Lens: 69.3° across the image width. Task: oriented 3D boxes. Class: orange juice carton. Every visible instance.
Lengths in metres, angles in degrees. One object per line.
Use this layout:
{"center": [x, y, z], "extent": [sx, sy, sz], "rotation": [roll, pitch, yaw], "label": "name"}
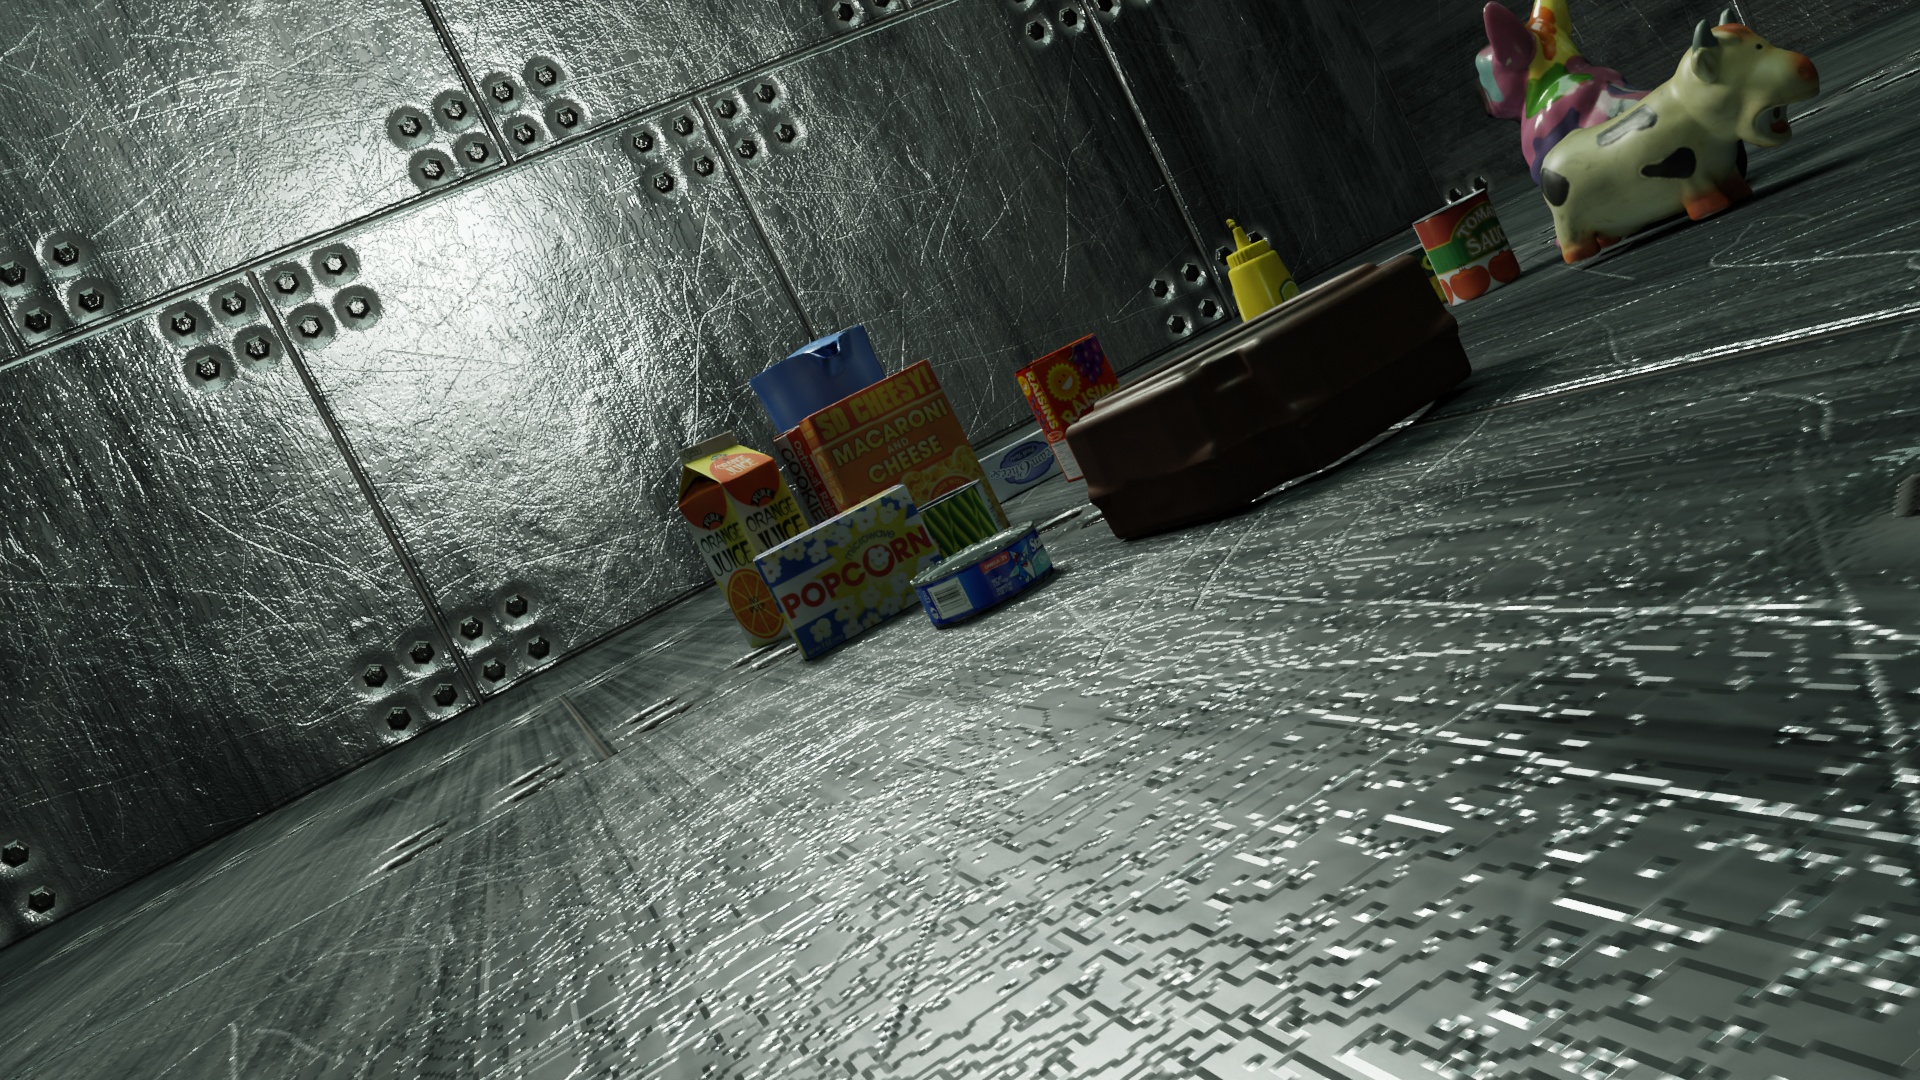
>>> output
{"center": [-0.190, -0.006, 1.273], "extent": [0.073, 0.192, 0.072], "rotation": [-22, 6, 42], "label": "orange juice carton"}

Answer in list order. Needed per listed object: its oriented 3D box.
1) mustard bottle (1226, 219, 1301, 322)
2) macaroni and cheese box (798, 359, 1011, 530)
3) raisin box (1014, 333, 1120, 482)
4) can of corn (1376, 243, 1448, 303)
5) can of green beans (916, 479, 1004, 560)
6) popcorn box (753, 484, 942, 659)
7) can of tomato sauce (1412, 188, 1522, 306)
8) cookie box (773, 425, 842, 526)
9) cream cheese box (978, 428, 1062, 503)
{"center": [0.282, -0.223, 1.274], "extent": [0.048, 0.160, 0.065], "rotation": [-23, 6, 39], "label": "mustard bottle"}
{"center": [-0.048, -0.055, 1.206], "extent": [0.124, 0.166, 0.040], "rotation": [-28, 5, -20], "label": "macaroni and cheese box"}
{"center": [0.120, -0.132, 1.379], "extent": [0.086, 0.123, 0.040], "rotation": [-29, 5, -25], "label": "raisin box"}
{"center": [0.442, -0.252, 1.336], "extent": [0.071, 0.058, 0.071], "rotation": [-26, 5, 3], "label": "can of corn"}
{"center": [-0.001, -0.009, 1.117], "extent": [0.071, 0.057, 0.071], "rotation": [-26, 5, 3], "label": "can of green beans"}
{"center": [-0.080, 0.023, 1.041], "extent": [0.127, 0.085, 0.038], "rotation": [-28, 5, -12], "label": "popcorn box"}
{"center": [0.449, -0.259, 1.227], "extent": [0.071, 0.083, 0.071], "rotation": [-26, 5, 3], "label": "can of tomato sauce"}
{"center": [-0.088, -0.046, 1.302], "extent": [0.040, 0.167, 0.123], "rotation": [-22, 6, 43], "label": "cookie box"}
{"center": [0.073, -0.085, 1.537], "extent": [0.104, 0.053, 0.024], "rotation": [-27, 5, -9], "label": "cream cheese box"}
